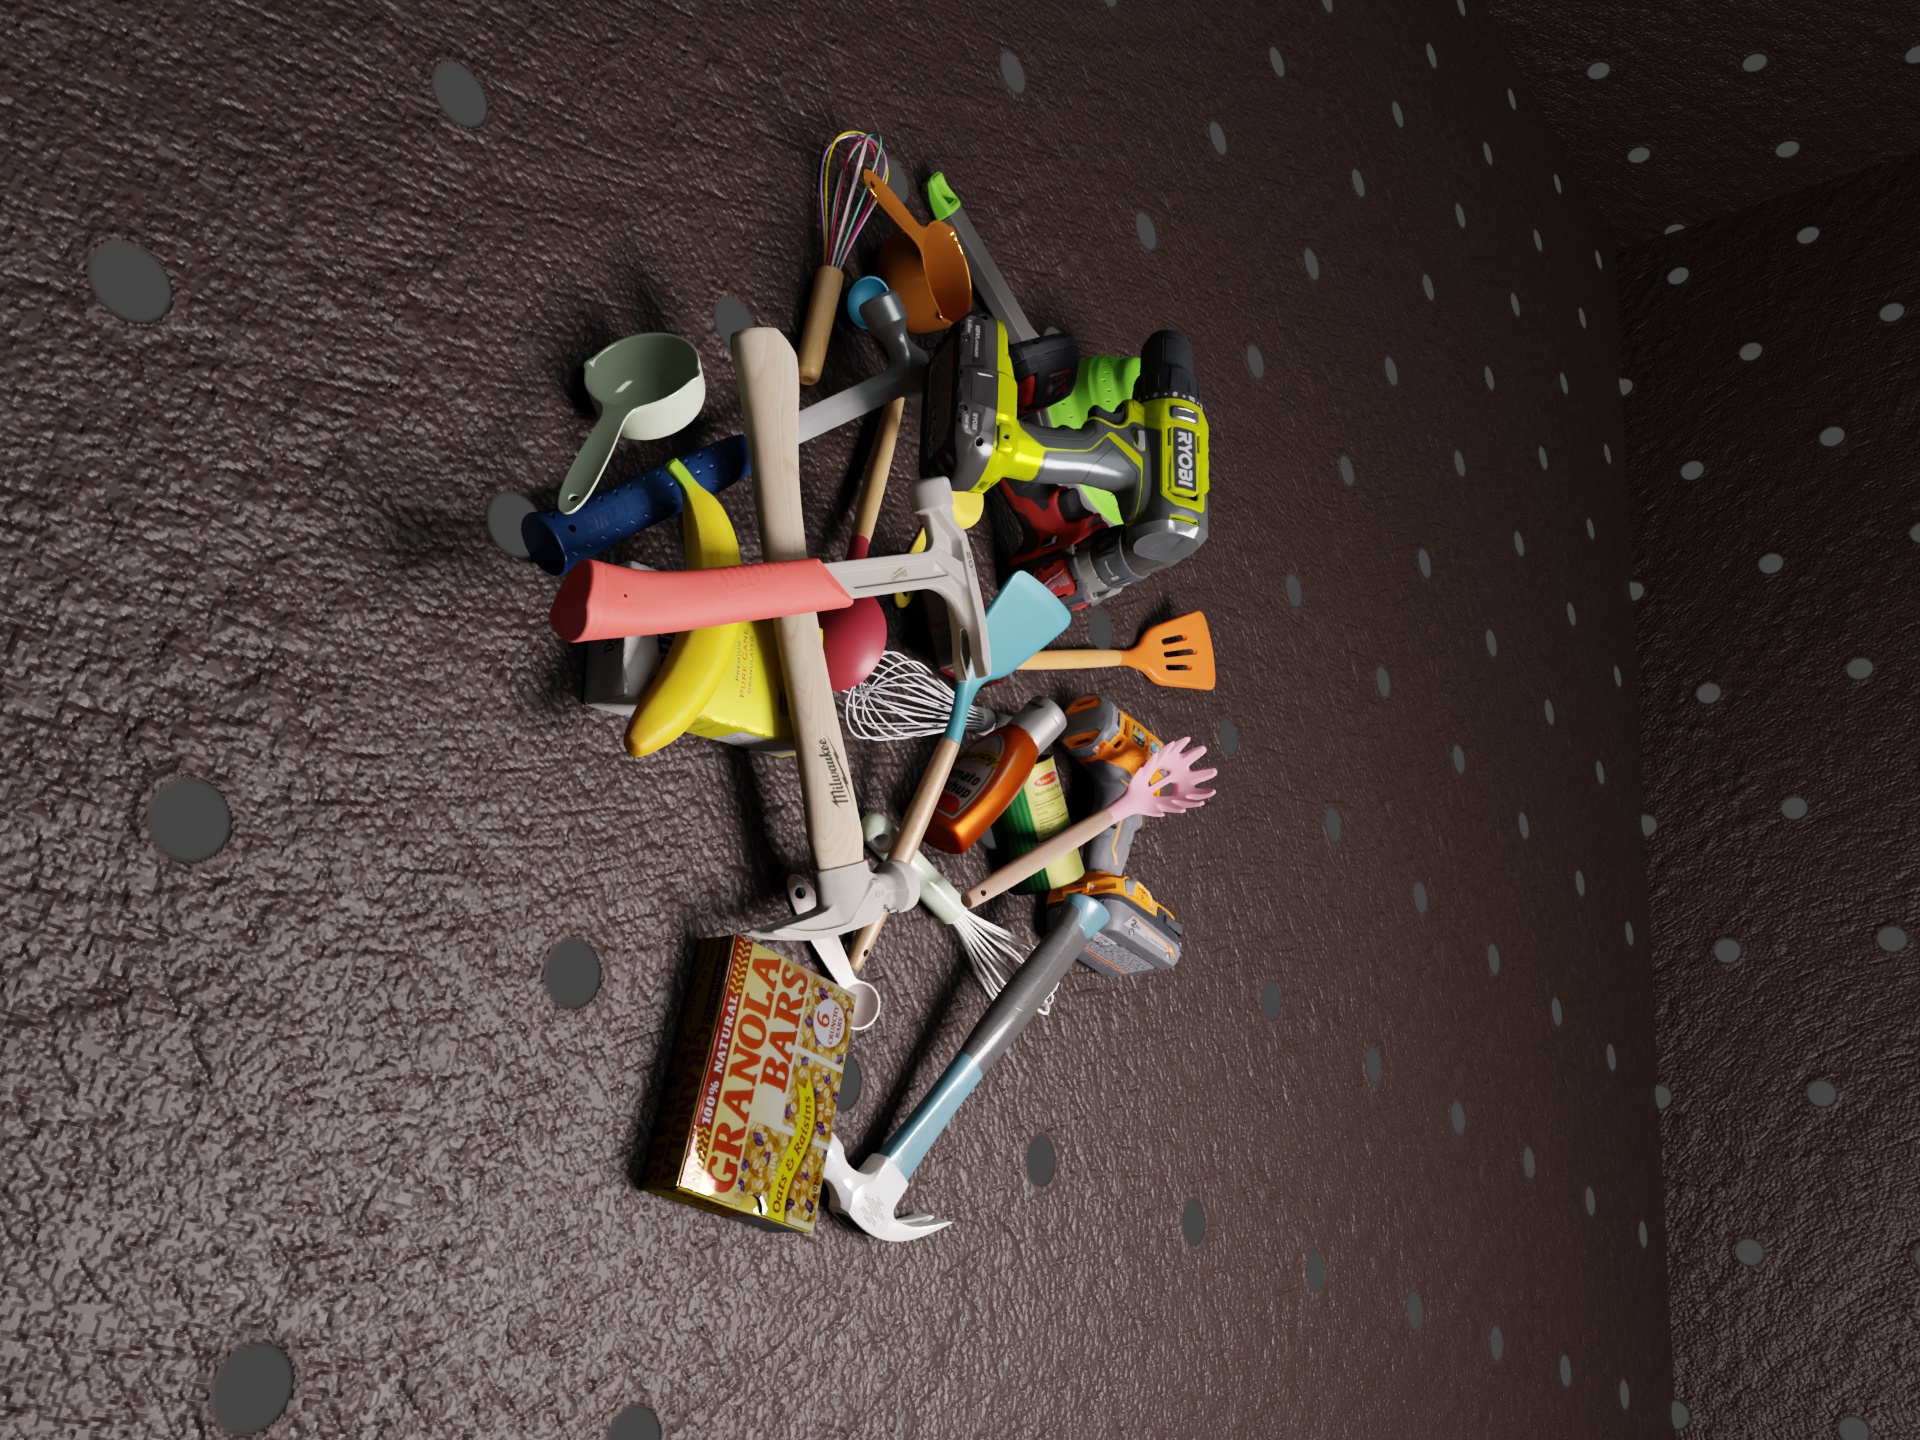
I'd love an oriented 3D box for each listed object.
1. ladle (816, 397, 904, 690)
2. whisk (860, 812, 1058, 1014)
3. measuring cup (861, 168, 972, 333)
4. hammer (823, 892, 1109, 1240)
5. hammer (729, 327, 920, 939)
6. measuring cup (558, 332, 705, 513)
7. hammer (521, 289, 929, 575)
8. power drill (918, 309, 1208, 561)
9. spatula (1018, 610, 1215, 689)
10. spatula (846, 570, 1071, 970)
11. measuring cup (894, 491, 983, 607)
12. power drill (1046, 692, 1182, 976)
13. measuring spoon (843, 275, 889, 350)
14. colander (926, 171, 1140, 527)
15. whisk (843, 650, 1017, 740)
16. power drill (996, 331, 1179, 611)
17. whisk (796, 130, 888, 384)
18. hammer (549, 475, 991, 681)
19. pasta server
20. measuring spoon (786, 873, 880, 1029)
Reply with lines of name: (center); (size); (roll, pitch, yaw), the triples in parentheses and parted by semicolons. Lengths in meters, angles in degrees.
ladle: (-0.072, -0.157, 1.231); (0.031, 0.069, 0.316); (72, 22, -52)
whisk: (0.000, 0.153, 1.246); (0.246, 0.058, 0.059); (49, 11, -29)
measuring cup: (-0.052, -0.384, 1.295); (0.173, 0.052, 0.095); (39, 50, -52)
hammer: (0.014, 0.247, 1.192); (0.331, 0.033, 0.128); (-47, 119, -34)
hammer: (-0.116, -0.058, 1.072); (0.146, 0.038, 0.410); (-11, 93, -51)
measuring cup: (-0.217, -0.182, 1.022); (0.038, 0.083, 0.168); (80, 23, -52)
hammer: (-0.140, -0.188, 1.125); (0.405, 0.035, 0.144); (-37, 106, -45)
power drill: (0.090, -0.237, 1.234); (0.228, 0.080, 0.191); (10, 69, -21)
spatula: (0.140, -0.060, 1.487); (0.322, 0.041, 0.081); (-5, 85, -52)
spatula: (-0.010, 0.040, 1.183); (0.082, 0.044, 0.317); (37, 72, -48)
measuring cup: (-0.019, -0.151, 1.311); (0.062, 0.029, 0.157); (50, 45, -33)
power drill: (0.149, 0.108, 1.421); (0.164, 0.084, 0.227); (35, 50, -42)
measuring spoon: (-0.060, -0.313, 1.316); (0.042, 0.021, 0.128); (-47, 133, -12)
colander: (0.104, -0.334, 1.449); (0.396, 0.094, 0.205); (57, 30, -20)
whisk: (-0.003, -0.003, 1.276); (0.284, 0.070, 0.070); (14, 69, -56)
power drill: (0.088, -0.208, 1.342); (0.080, 0.188, 0.226); (-27, 98, -46)
whisk: (-0.095, -0.372, 1.263); (0.047, 0.051, 0.245); (37, 56, -49)
hammer: (-0.107, -0.077, 1.026); (0.359, 0.037, 0.149); (-14, 93, -51)
pasta server: (0.108, 0.086, 1.293); (0.316, 0.040, 0.060); (-25, 89, -46)
measuring spoon: (-0.096, 0.165, 1.139); (0.034, 0.018, 0.124); (-30, 99, -29)
